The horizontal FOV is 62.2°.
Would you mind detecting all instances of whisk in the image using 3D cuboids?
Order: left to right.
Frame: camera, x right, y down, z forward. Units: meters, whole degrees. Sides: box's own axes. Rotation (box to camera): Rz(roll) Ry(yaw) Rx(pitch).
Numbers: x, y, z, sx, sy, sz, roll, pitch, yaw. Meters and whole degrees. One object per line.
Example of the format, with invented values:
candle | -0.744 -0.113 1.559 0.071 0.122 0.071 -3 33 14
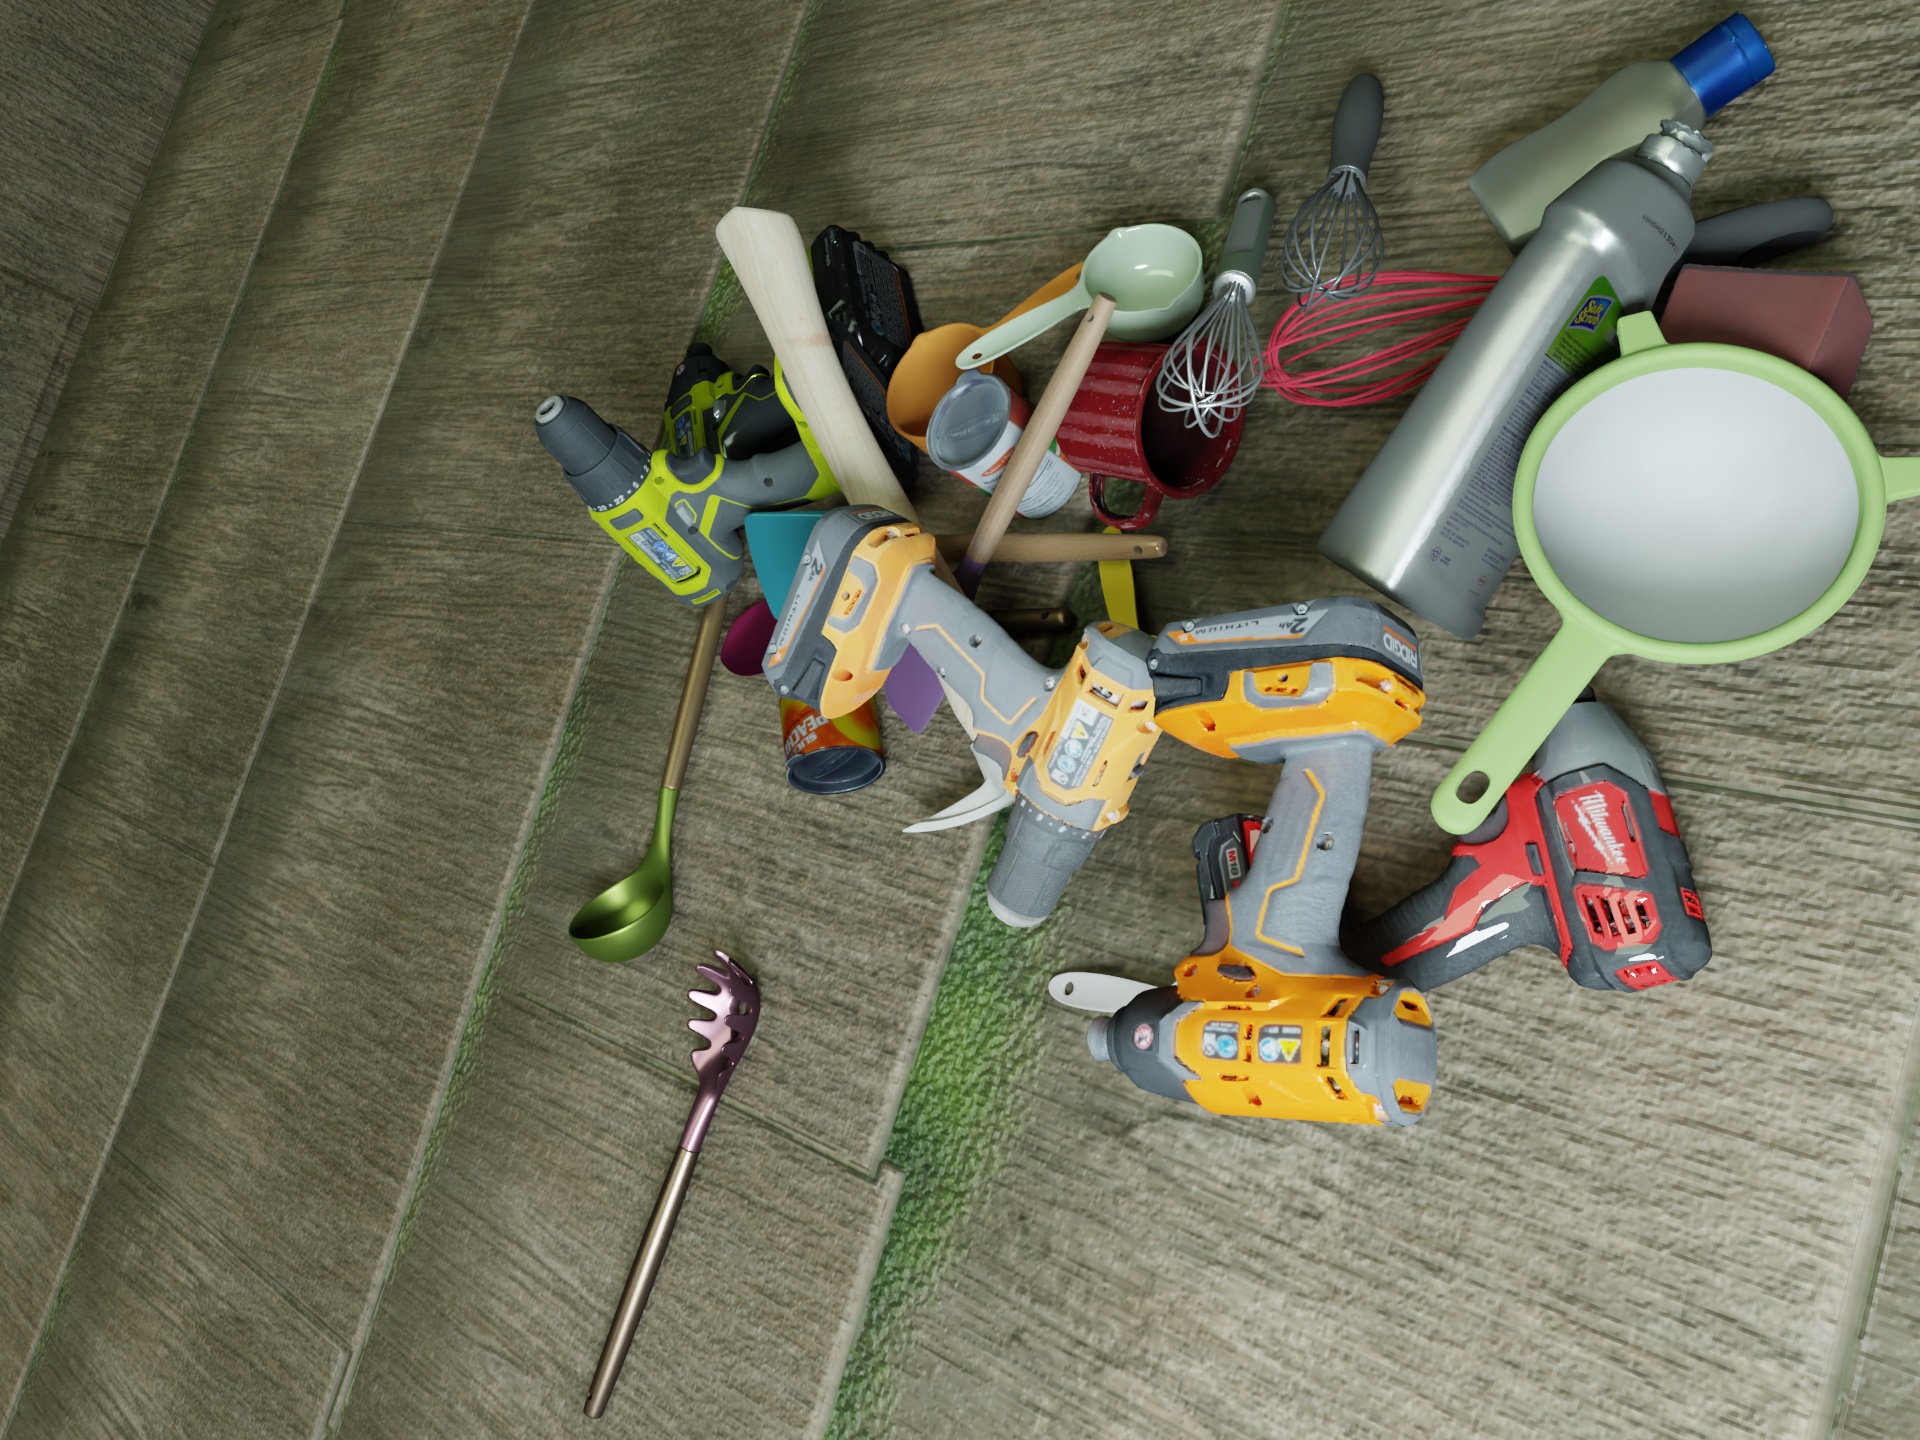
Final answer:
whisk | 0.154 -0.242 0.908 0.058 0.059 0.246 -6 40 25
whisk | 0.215 -0.304 0.890 0.055 0.055 0.239 -17 38 35
whisk | 0.292 -0.222 0.836 0.296 0.073 0.073 -9 68 32

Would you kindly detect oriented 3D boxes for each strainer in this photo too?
strainer | 0.299 -0.049 0.725 0.152 0.069 0.256 37 90 22

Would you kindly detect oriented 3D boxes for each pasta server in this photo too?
pasta server | -0.196 0.309 1.057 0.060 0.040 0.316 15 85 55

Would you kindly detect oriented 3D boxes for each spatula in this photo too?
spatula | -0.008 -0.107 1.037 0.318 0.044 0.082 4 118 39
spatula | 0.019 -0.123 0.984 0.060 0.018 0.315 49 128 29

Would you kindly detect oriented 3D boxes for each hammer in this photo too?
hammer | -0.058 -0.132 0.992 0.146 0.038 0.411 -30 82 27

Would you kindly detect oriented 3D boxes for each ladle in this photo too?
ladle | -0.218 0.022 1.176 0.078 0.062 0.320 -2 69 41

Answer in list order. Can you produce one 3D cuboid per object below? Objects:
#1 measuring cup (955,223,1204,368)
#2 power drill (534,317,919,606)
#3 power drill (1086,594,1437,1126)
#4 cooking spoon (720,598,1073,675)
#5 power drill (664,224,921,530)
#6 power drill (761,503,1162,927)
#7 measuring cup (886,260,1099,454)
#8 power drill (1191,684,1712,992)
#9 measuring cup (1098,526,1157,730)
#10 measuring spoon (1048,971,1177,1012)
measuring cup | 0.076 -0.253 1.005 0.167 0.038 0.083 -27 56 3
power drill | -0.163 -0.186 1.111 0.228 0.190 0.080 -21 46 22
power drill | 0.134 0.067 0.736 0.164 0.084 0.227 -8 71 38
cooking spoon | -0.054 -0.062 1.093 0.319 0.017 0.069 -1 63 41
power drill | -0.138 -0.264 1.206 0.223 0.080 0.171 -30 56 32
power drill | -0.001 -0.003 0.917 0.226 0.084 0.185 30 112 17
measuring cup | 0.032 -0.242 1.071 0.173 0.052 0.095 -34 54 17
power drill | 0.229 0.074 0.763 0.219 0.078 0.143 -21 61 30
measuring cup | 0.106 -0.056 0.957 0.062 0.029 0.157 -30 44 27
measuring spoon | 0.098 0.155 0.885 0.124 0.018 0.034 -1 73 47
